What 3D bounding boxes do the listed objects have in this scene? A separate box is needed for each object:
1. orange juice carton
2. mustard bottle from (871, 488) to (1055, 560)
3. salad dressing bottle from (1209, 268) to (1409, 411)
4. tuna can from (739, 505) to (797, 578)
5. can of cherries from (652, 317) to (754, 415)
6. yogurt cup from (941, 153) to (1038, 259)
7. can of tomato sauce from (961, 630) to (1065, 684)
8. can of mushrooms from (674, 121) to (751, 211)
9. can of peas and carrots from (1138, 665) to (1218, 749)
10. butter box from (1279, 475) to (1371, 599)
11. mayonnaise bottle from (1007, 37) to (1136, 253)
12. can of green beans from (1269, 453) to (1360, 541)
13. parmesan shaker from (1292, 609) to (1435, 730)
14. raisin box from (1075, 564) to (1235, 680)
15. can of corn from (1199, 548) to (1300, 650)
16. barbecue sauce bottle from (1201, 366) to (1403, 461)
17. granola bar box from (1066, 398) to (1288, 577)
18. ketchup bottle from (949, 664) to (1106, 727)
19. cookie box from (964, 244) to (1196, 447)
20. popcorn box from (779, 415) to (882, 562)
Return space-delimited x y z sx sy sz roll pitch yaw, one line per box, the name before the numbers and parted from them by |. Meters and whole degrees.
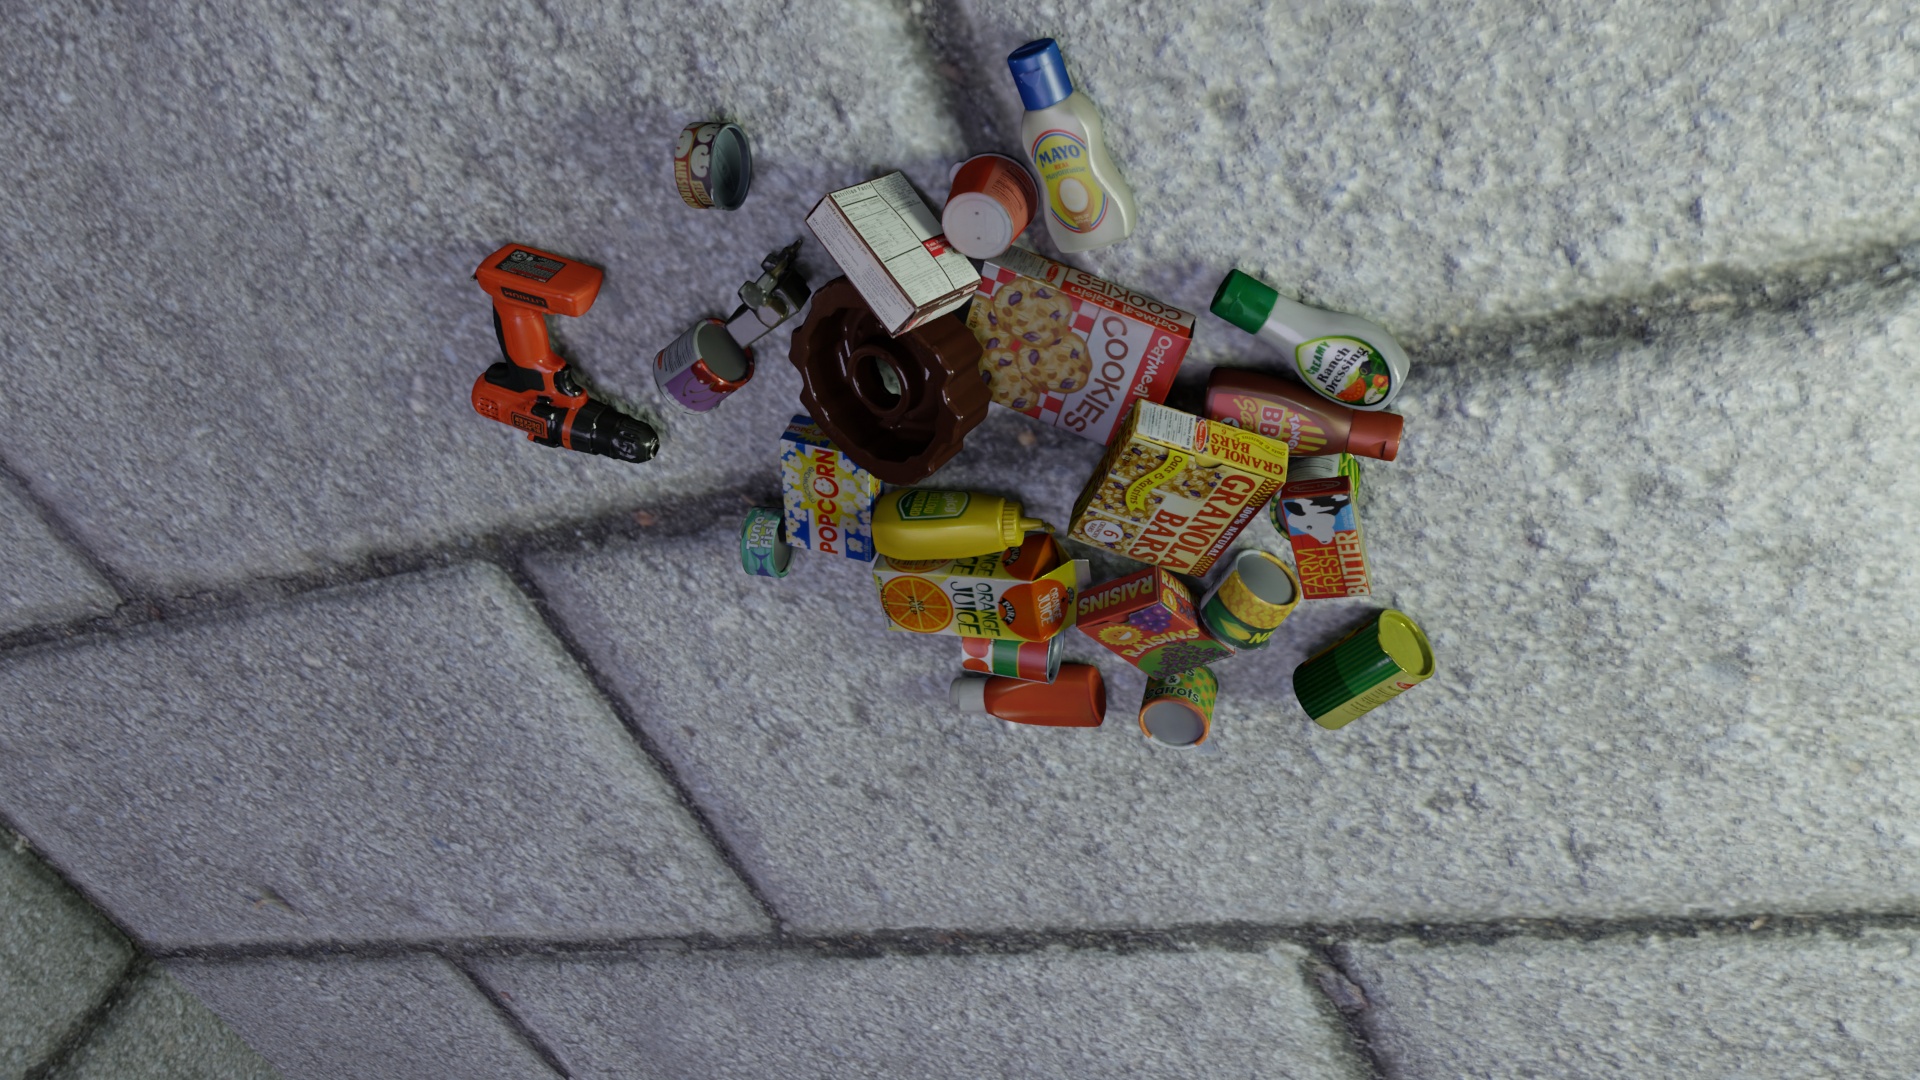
orange juice carton | 0.025 0.038 1.247 0.193 0.073 0.071 3 129 18
mustard bottle | 0.004 -0.015 1.221 0.160 0.066 0.048 -1 128 13
salad dressing bottle | 0.256 -0.149 1.024 0.148 0.044 0.064 28 131 -3
tuna can | -0.179 0.000 1.297 0.033 0.071 0.070 6 130 15
can of cherries | -0.218 -0.149 1.192 0.058 0.072 0.071 -29 113 35
yogurt cup | 0.019 -0.245 1.028 0.072 0.054 0.072 10 131 12
can of tomato sauce | 0.049 0.093 1.289 0.083 0.071 0.070 8 130 16
can of mushrooms | -0.190 -0.285 1.063 0.033 0.071 0.070 8 130 17
can of peas and carrots | 0.201 0.148 1.281 0.071 0.059 0.070 10 131 12
butter box | 0.282 0.000 1.069 0.053 0.024 0.103 -6 126 24
mayonnaise bottle | 0.075 -0.279 0.987 0.064 0.041 0.147 -7 125 28
can of green beans | 0.281 -0.036 1.098 0.071 0.058 0.071 11 131 13
parmesan shaker | 0.342 0.111 1.190 0.071 0.072 0.102 38 132 -12
raisin box | 0.171 0.074 1.215 0.086 0.040 0.123 -22 140 34
can of corn | 0.248 0.051 1.177 0.071 0.071 0.058 28 132 -3
barbecue sauce bottle | 0.262 -0.092 1.069 0.148 0.044 0.064 11 134 11
granola bar box | 0.170 -0.037 1.112 0.124 0.039 0.164 16 149 -6
ketchup bottle | 0.063 0.151 1.346 0.149 0.044 0.064 -3 126 23
cookie box | 0.085 -0.148 1.092 0.167 0.040 0.122 22 132 2
popcorn box | -0.115 -0.045 1.255 0.085 0.038 0.126 12 131 12
